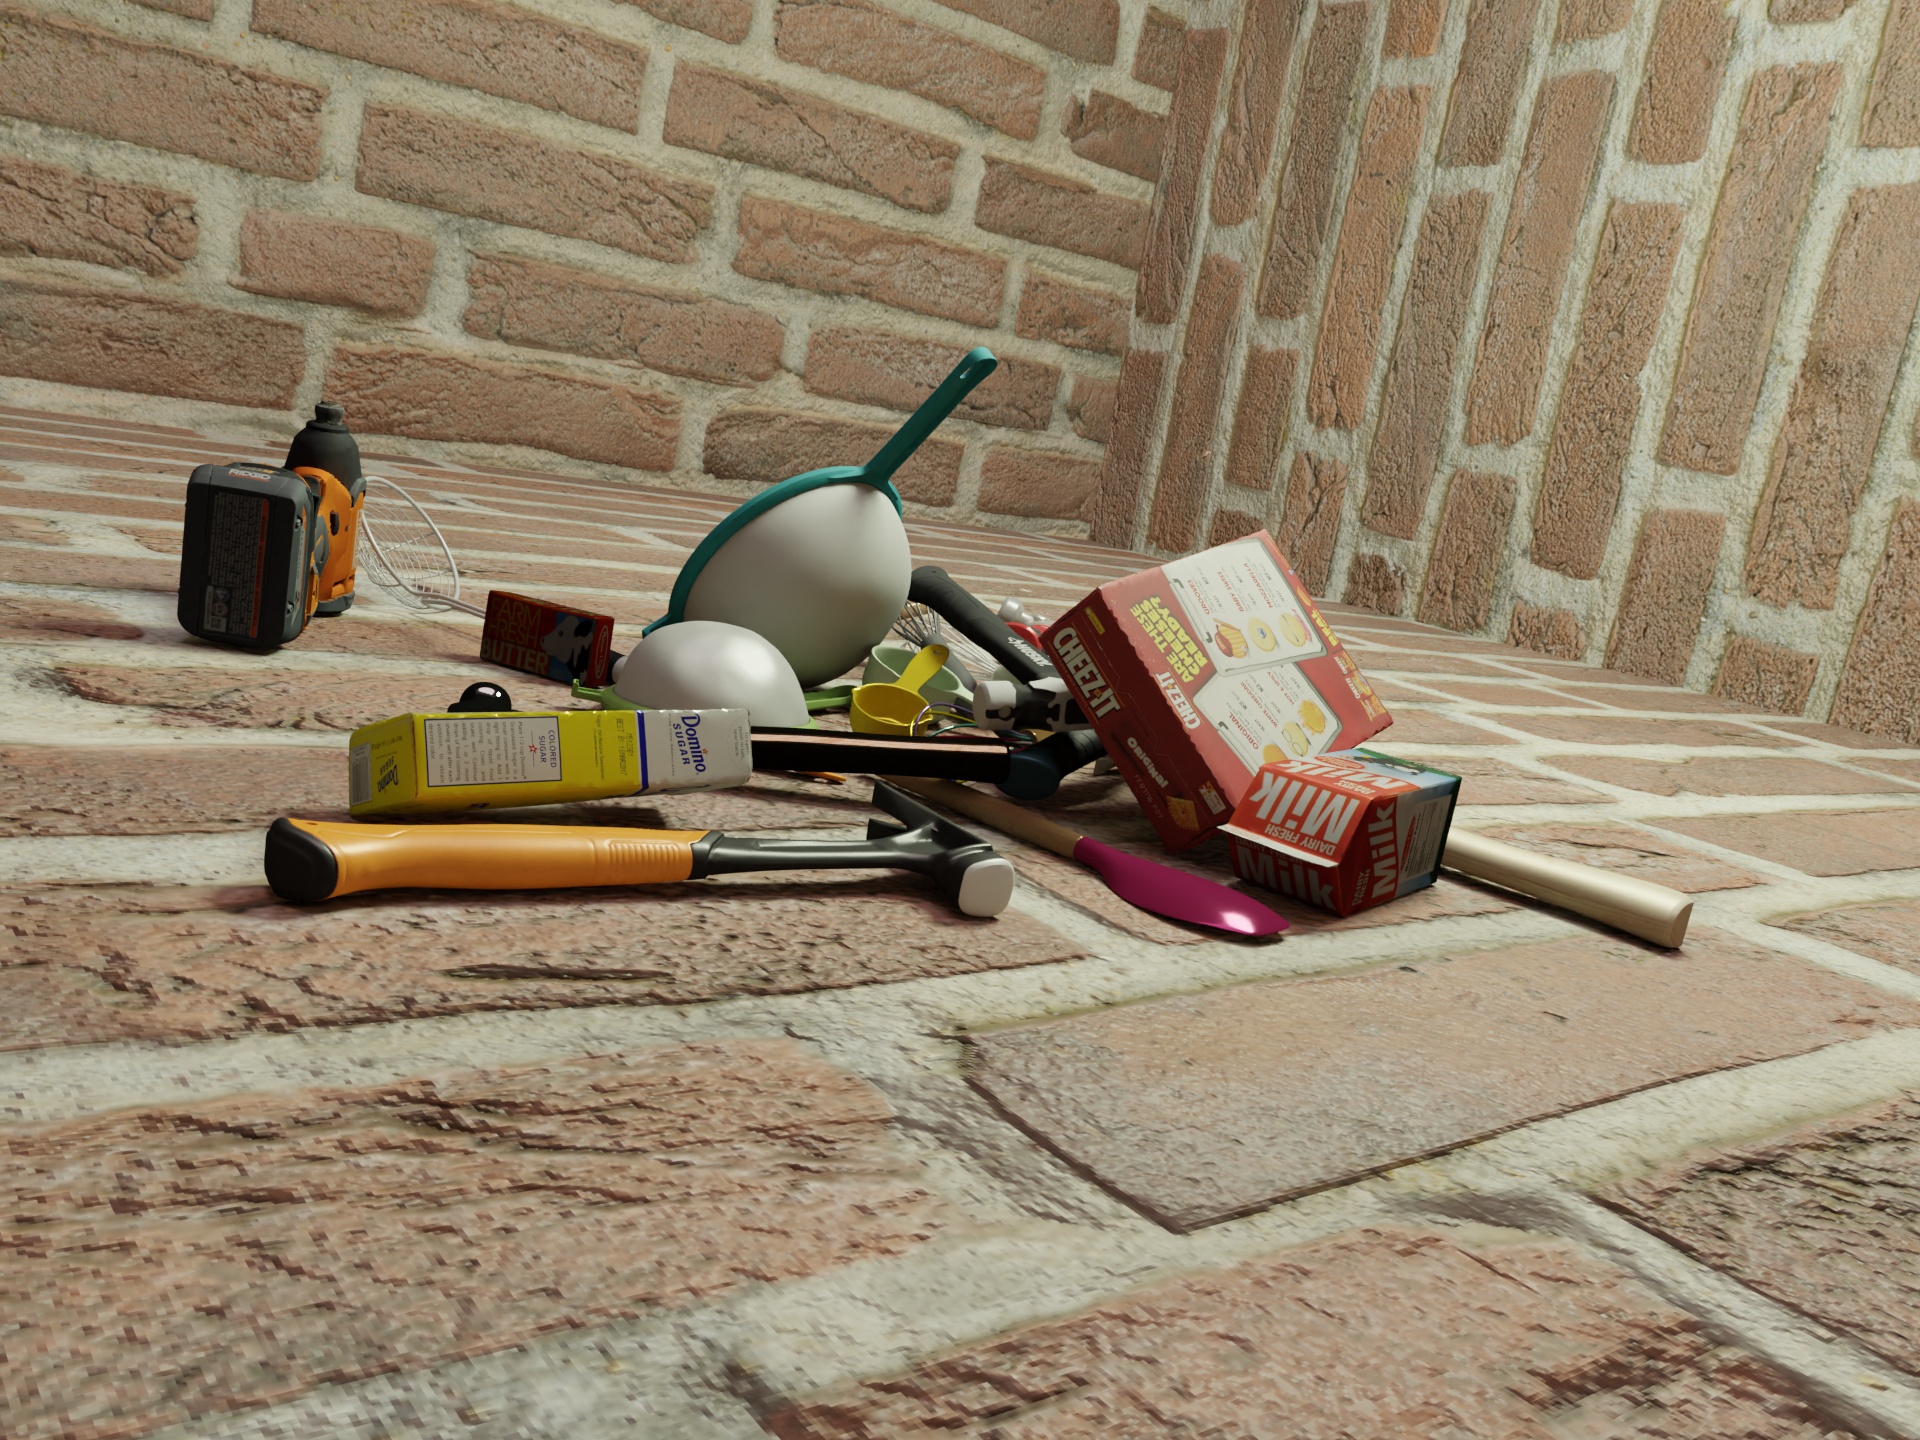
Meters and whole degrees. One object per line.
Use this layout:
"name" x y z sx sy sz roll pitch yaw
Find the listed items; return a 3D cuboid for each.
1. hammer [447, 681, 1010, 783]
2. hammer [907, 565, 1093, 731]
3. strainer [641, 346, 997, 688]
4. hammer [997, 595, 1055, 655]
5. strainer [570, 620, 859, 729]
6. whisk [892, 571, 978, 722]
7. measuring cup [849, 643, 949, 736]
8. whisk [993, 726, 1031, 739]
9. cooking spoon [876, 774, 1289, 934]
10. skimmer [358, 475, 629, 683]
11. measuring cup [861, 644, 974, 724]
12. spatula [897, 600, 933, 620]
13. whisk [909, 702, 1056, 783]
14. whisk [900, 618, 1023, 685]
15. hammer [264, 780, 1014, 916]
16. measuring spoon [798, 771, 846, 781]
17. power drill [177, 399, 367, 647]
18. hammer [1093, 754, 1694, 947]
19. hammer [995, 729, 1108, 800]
"hammer" -0.133 0.015 0.940 0.331 0.031 0.130 4 13 -12
"hammer" 0.032 -0.061 1.178 0.146 0.035 0.335 -2 20 -19
"strainer" -0.072 -0.132 1.217 0.095 0.340 0.211 55 23 23
"hammer" 0.084 -0.065 1.436 0.143 0.038 0.386 26 7 4
"strainer" -0.141 -0.035 1.137 0.151 0.069 0.256 15 11 27
"whisk" -0.023 -0.066 1.355 0.055 0.055 0.239 5 30 -25
"measuring cup" -0.038 -0.019 1.173 0.062 0.029 0.156 20 26 9
"whisk" 0.109 -0.016 1.271 0.073 0.073 0.295 17 16 31
"cooking spoon" 0.051 0.067 0.929 0.319 0.017 0.068 20 16 41
"skimmer" -0.369 -0.111 1.277 0.363 0.090 0.127 20 -17 34
"measuring cup" -0.002 -0.004 1.235 0.167 0.038 0.083 29 18 10
"spatula" -0.134 -0.081 1.399 0.316 0.018 0.060 -14 25 -37
"whisk" 0.035 0.021 1.119 0.047 0.051 0.245 40 20 27
"whisk" 0.032 -0.041 1.420 0.058 0.059 0.246 -39 42 -26
"hammer" -0.144 0.060 0.741 0.336 0.034 0.127 3 14 -34
"measuring spoon" -0.129 0.027 1.002 0.117 0.011 0.021 13 0 -1
"power drill" -0.489 -0.147 1.158 0.084 0.164 0.227 9 13 -9
"hammer" 0.281 0.070 1.081 0.146 0.038 0.411 -3 17 -45
"hammer" 0.130 -0.005 1.146 0.128 0.033 0.331 18 25 31
